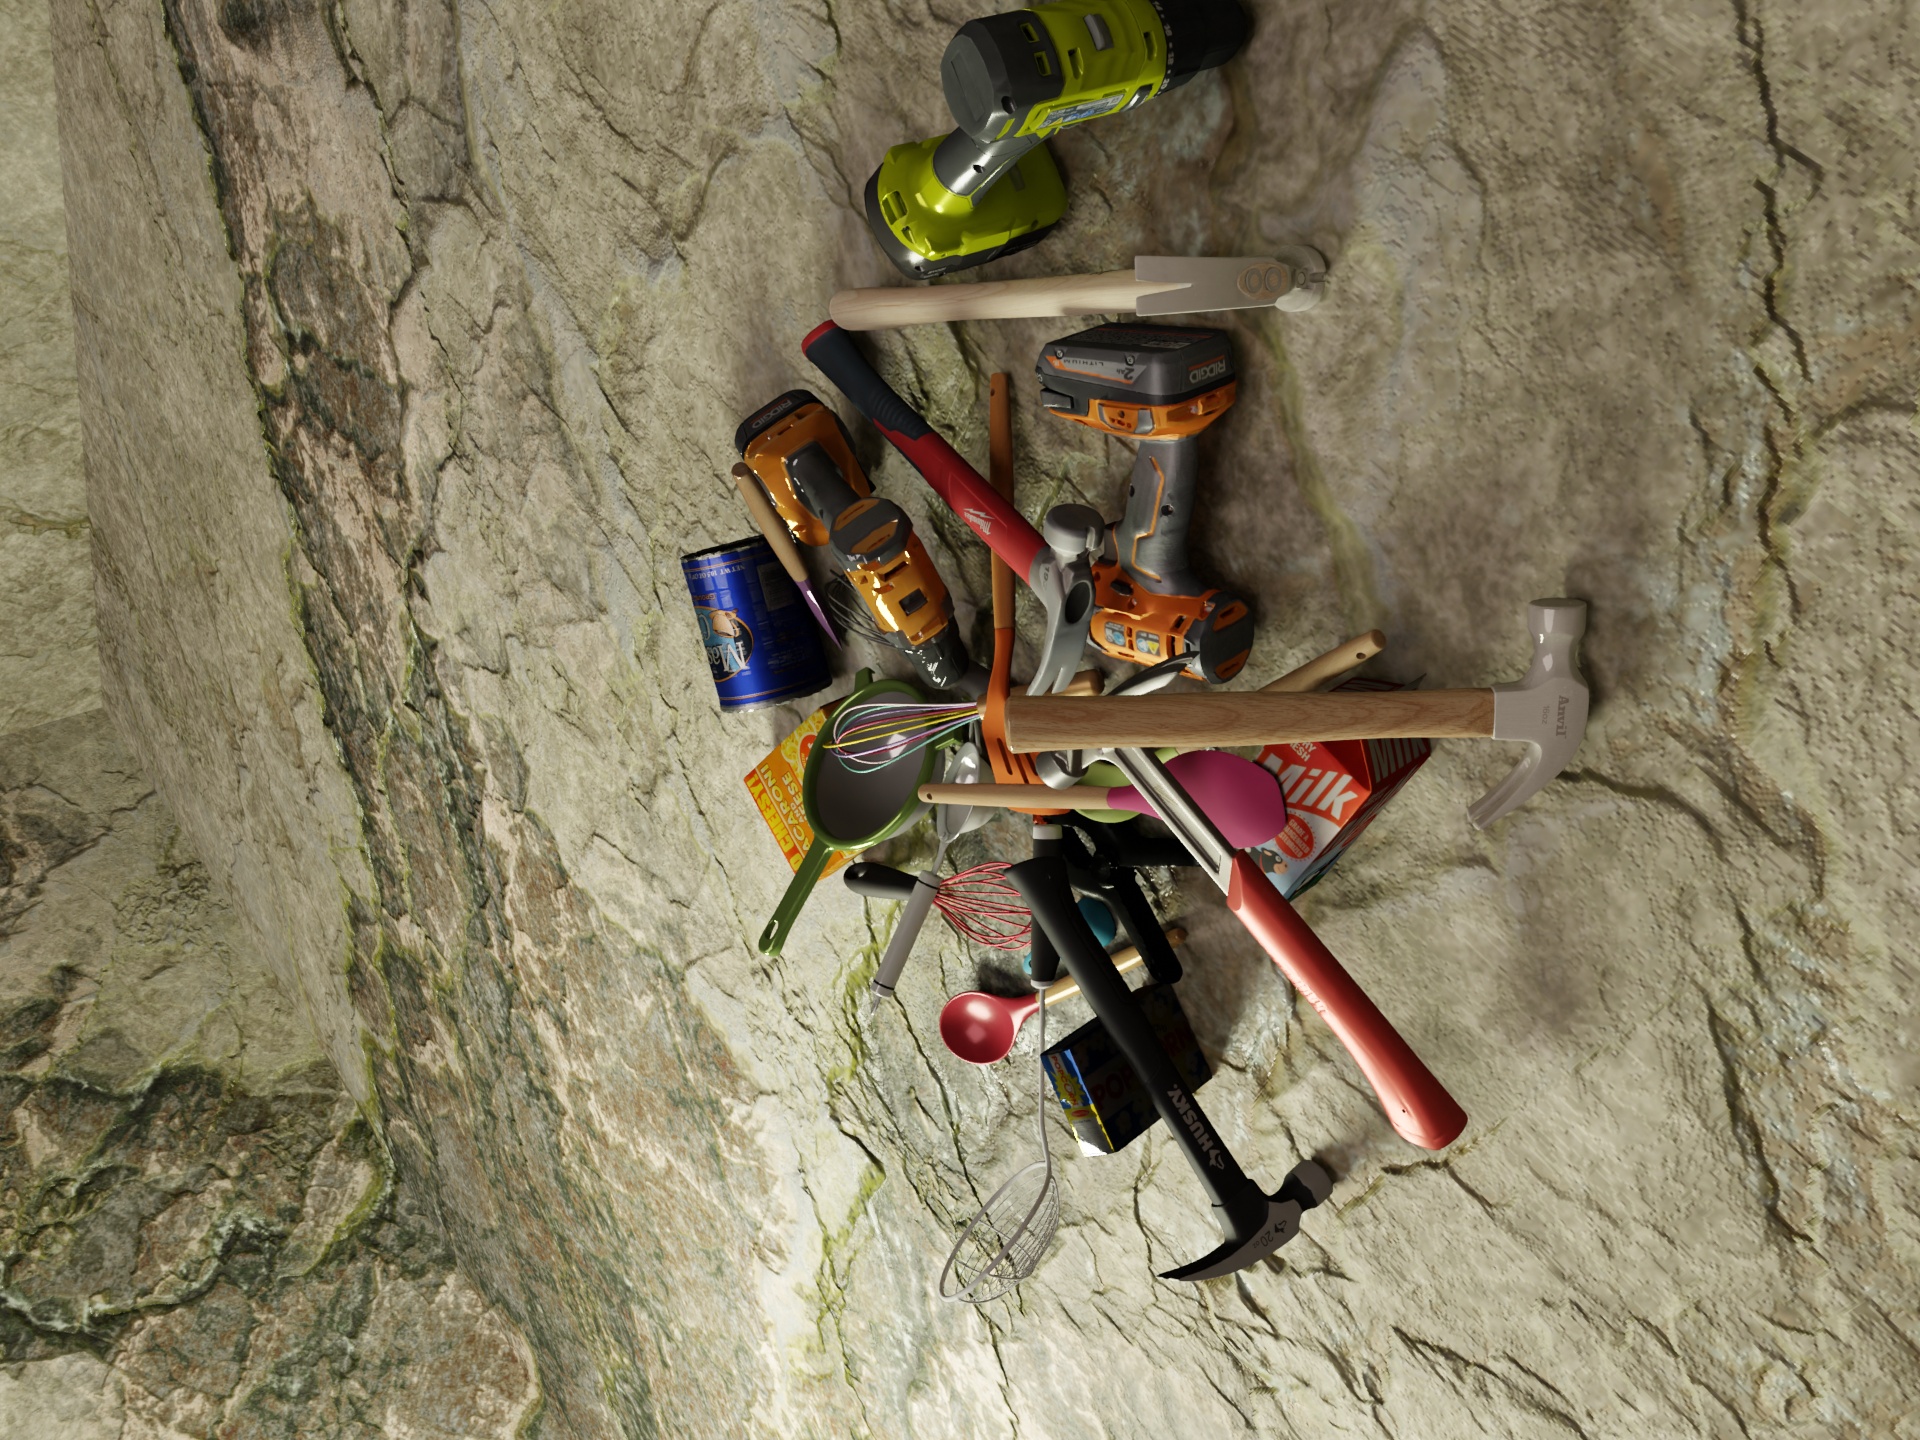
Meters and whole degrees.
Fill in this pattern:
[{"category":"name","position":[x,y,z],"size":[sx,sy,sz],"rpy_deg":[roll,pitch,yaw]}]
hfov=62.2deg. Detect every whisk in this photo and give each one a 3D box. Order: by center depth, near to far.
[{"category":"whisk","position":[-0.003,-0.003,1.230],"size":[0.245,0.047,0.051],"rpy_deg":[-13,70,28]},{"category":"whisk","position":[-0.022,-0.058,1.284],"size":[0.239,0.055,0.055],"rpy_deg":[36,132,26]},{"category":"whisk","position":[-0.015,0.149,1.367],"size":[0.296,0.073,0.073],"rpy_deg":[3,110,53]}]

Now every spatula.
[{"category":"spatula","position":[0.039,-0.091,1.162],"size":[0.081,0.041,0.322],"rpy_deg":[-2,89,54]},{"category":"spatula","position":[-0.132,-0.124,1.256],"size":[0.060,0.018,0.315],"rpy_deg":[61,178,20]}]

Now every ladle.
[{"category":"ladle","position":[0.169,-0.001,1.069],"size":[0.078,0.062,0.320],"rpy_deg":[33,145,-17]},{"category":"ladle","position":[0.081,0.223,1.316],"size":[0.069,0.031,0.315],"rpy_deg":[56,138,2]}]

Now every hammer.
[{"category":"hammer","position":[0.191,0.000,0.929],"size":[0.331,0.031,0.130],"rpy_deg":[-2,106,9]},{"category":"hammer","position":[0.205,0.124,1.013],"size":[0.359,0.037,0.149],"rpy_deg":[50,136,-1]},{"category":"hammer","position":[0.034,-0.280,1.055],"size":[0.411,0.146,0.038],"rpy_deg":[14,112,50]},{"category":"hammer","position":[0.130,0.244,1.151],"size":[0.335,0.146,0.035],"rpy_deg":[58,154,2]},{"category":"hammer","position":[-0.020,-0.176,1.159],"size":[0.387,0.038,0.143],"rpy_deg":[50,144,40]}]

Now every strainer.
[{"category":"strainer","position":[-0.020,0.123,1.301],"size":[0.258,0.050,0.087],"rpy_deg":[-66,18,1]},{"category":"strainer","position":[-0.084,0.091,1.336],"size":[0.152,0.069,0.256],"rpy_deg":[32,94,48]}]

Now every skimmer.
[{"category":"skimmer","position":[0.033,0.261,1.218],"size":[0.127,0.090,0.363],"rpy_deg":[-160,72,-88]}]

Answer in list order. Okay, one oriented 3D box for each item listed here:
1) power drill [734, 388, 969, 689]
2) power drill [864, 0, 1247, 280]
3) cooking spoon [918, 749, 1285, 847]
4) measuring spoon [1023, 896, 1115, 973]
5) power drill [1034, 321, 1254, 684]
[{"category":"power drill","position":[-0.074,-0.134,1.227],"size":[0.226,0.084,0.185],"rpy_deg":[52,175,40]},{"category":"power drill","position":[0.051,-0.363,0.970],"size":[0.080,0.190,0.228],"rpy_deg":[67,155,0]},{"category":"cooking spoon","position":[0.086,0.054,1.110],"size":[0.319,0.017,0.068],"rpy_deg":[-1,110,44]},{"category":"measuring spoon","position":[0.080,0.184,1.300],"size":[0.042,0.021,0.128],"rpy_deg":[58,139,11]},{"category":"power drill","position":[0.112,-0.145,1.065],"size":[0.164,0.084,0.226],"rpy_deg":[17,124,43]}]
